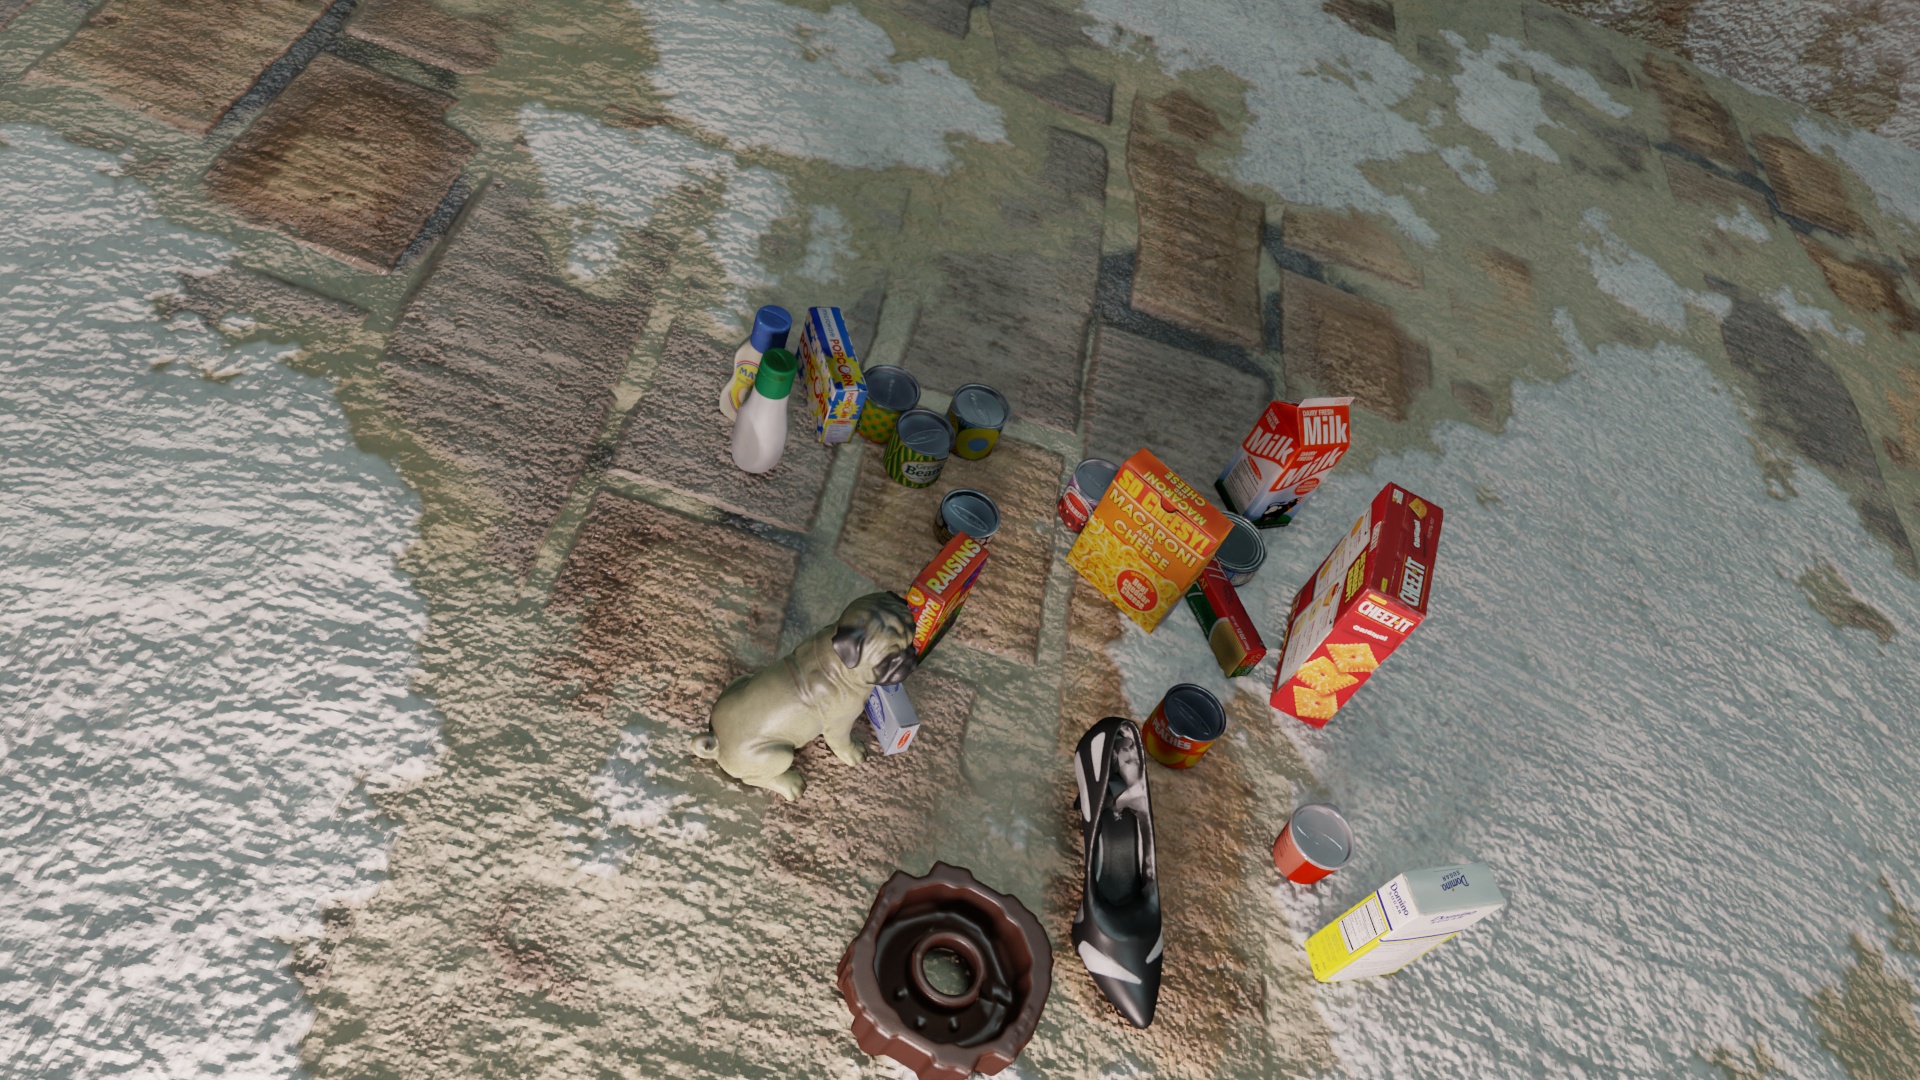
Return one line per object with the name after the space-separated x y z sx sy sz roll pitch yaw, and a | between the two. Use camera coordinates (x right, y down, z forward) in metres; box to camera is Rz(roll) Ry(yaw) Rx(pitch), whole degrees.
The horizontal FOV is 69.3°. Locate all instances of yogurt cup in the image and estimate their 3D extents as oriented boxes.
0.335 0.293 1.327 0.072 0.053 0.073 11 50 -13 | yogurt cup

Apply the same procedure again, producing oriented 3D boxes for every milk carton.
0.369 -0.097 1.565 0.072 0.189 0.074 -6 55 -25 | milk carton

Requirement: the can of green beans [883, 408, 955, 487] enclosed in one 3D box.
-0.045 -0.099 1.493 0.071 0.057 0.071 11 50 -13 | can of green beans

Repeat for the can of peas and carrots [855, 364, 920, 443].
-0.085 -0.149 1.517 0.071 0.058 0.071 11 50 -13 | can of peas and carrots

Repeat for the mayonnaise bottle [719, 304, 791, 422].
-0.207 -0.178 1.434 0.065 0.147 0.041 28 48 2 | mayonnaise bottle

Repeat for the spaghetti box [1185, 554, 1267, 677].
0.258 0.032 1.511 0.029 0.050 0.251 -6 56 -26 | spaghetti box

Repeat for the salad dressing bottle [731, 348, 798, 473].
-0.196 -0.130 1.399 0.044 0.146 0.064 -17 61 -31 | salad dressing bottle

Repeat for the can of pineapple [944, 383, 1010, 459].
0.014 -0.132 1.543 0.071 0.057 0.071 11 50 -13 | can of pineapple

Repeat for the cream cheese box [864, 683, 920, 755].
-0.073 0.142 1.290 0.024 0.053 0.104 -11 57 -28 | cream cheese box

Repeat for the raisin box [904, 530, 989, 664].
-0.025 0.059 1.329 0.040 0.122 0.086 36 49 9 | raisin box

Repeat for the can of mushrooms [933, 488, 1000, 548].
0.005 -0.018 1.464 0.071 0.033 0.071 11 50 -13 | can of mushrooms

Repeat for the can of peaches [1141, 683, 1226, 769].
0.218 0.184 1.366 0.071 0.057 0.071 11 50 -13 | can of peaches

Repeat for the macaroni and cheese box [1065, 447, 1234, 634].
0.191 0.003 1.430 0.124 0.165 0.040 42 50 14 | macaroni and cheese box

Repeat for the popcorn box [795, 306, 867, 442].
-0.142 -0.180 1.502 0.038 0.084 0.127 -4 54 -24 | popcorn box

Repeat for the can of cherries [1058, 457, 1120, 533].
0.145 -0.046 1.525 0.071 0.058 0.072 11 50 -13 | can of cherries
